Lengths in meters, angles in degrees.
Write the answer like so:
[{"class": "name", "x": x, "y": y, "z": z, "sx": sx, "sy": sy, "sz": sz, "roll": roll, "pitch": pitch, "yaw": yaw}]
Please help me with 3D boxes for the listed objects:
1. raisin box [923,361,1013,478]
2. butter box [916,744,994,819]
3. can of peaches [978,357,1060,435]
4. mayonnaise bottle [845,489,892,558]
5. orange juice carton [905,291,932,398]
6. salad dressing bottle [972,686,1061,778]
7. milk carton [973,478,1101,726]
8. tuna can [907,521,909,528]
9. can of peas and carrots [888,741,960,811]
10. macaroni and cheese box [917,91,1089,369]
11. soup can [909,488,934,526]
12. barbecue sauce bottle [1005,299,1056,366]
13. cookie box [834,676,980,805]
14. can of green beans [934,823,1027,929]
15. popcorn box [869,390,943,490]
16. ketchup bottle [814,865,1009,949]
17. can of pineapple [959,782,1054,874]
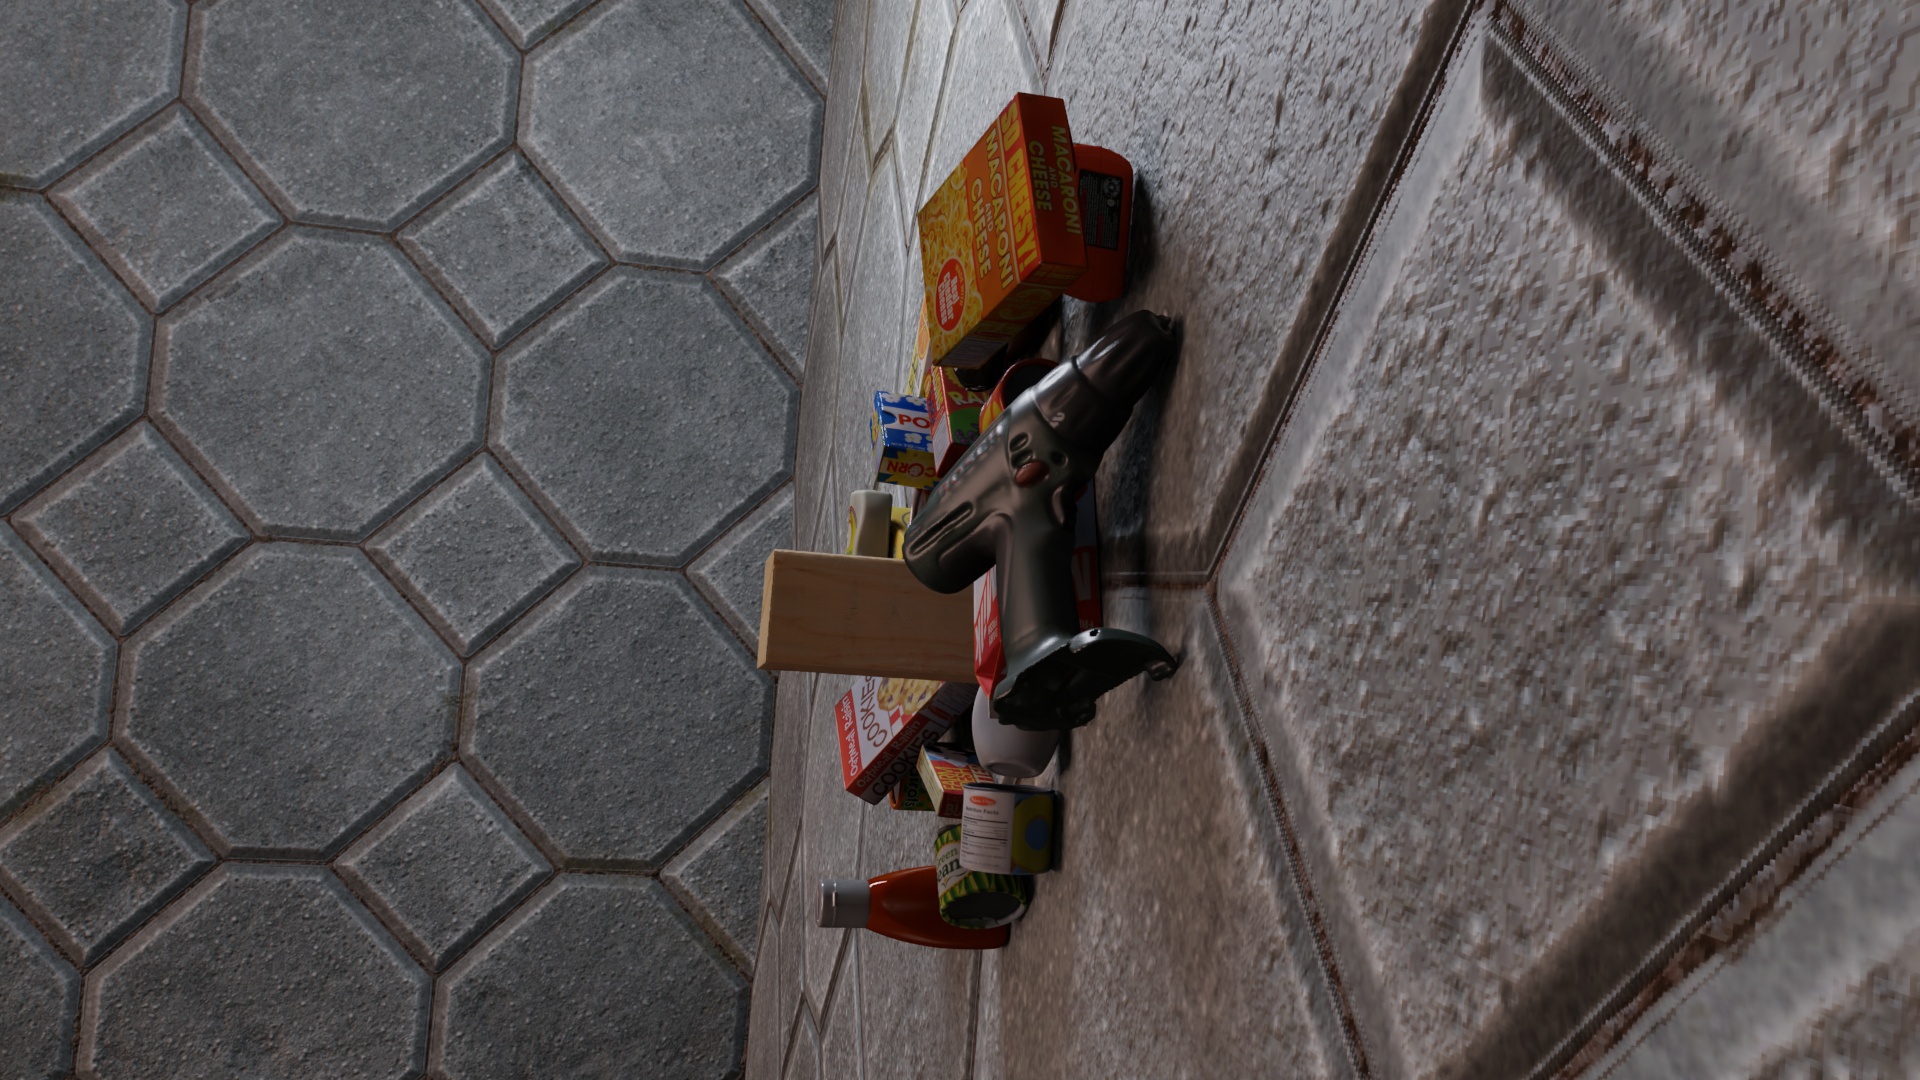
[{"class": "raisin box", "x": 0.020, "y": -0.096, "z": 1.121, "sx": 0.124, "sy": 0.086, "sz": 0.039, "roll": -99, "pitch": 24, "yaw": -46}, {"class": "butter box", "x": -0.002, "y": 0.205, "z": 1.178, "sx": 0.104, "sy": 0.053, "sz": 0.024, "roll": -130, "pitch": 49, "yaw": -72}, {"class": "can of peaches", "x": 0.051, "y": -0.095, "z": 1.021, "sx": 0.058, "sy": 0.071, "sz": 0.071, "roll": 128, "pitch": 145, "yaw": -67}, {"class": "mayonnaise bottle", "x": -0.094, "y": 0.025, "z": 1.378, "sx": 0.064, "sy": 0.041, "sz": 0.148, "roll": 168, "pitch": 107, "yaw": -74}, {"class": "orange juice carton", "x": -0.008, "y": -0.147, "z": 1.307, "sx": 0.073, "sy": 0.072, "sz": 0.191, "roll": -105, "pitch": 24, "yaw": -59}, {"class": "salad dressing bottle", "x": 0.045, "y": 0.095, "z": 1.002, "sx": 0.043, "sy": 0.064, "sz": 0.148, "roll": 83, "pitch": -166, "yaw": -65}, {"class": "milk carton", "x": 0.052, "y": 0.034, "z": 0.962, "sx": 0.073, "sy": 0.072, "sz": 0.191, "roll": 119, "pitch": 154, "yaw": -62}, {"class": "tuna can", "x": -0.011, "y": -0.020, "z": 1.267, "sx": 0.071, "sy": 0.071, "sz": 0.032, "roll": -104, "pitch": 23, "yaw": -55}, {"class": "can of peas and carrots", "x": -0.033, "y": 0.221, "z": 1.301, "sx": 0.071, "sy": 0.059, "sz": 0.071, "roll": -174, "pitch": 88, "yaw": -78}, {"class": "macaroni and cheese box", "x": 0.025, "y": -0.205, "z": 0.945, "sx": 0.166, "sy": 0.040, "sz": 0.124, "roll": 147, "pitch": 121, "yaw": -60}, {"class": "soup can", "x": 0.004, "y": -0.015, "z": 1.168, "sx": 0.071, "sy": 0.084, "sz": 0.071, "roll": -173, "pitch": 88, "yaw": -77}, {"class": "barbecue sauce bottle", "x": 0.041, "y": -0.180, "z": 1.161, "sx": 0.148, "sy": 0.044, "sz": 0.065, "roll": 121, "pitch": 149, "yaw": -65}, {"class": "cookie box", "x": -0.047, "y": 0.143, "z": 1.271, "sx": 0.167, "sy": 0.040, "sz": 0.123, "roll": -48, "pitch": 27, "yaw": 18}, {"class": "can of green beans", "x": 0.015, "y": 0.253, "z": 1.051, "sx": 0.070, "sy": 0.071, "sz": 0.058, "roll": 108, "pitch": 162, "yaw": -46}, {"class": "popcorn box", "x": -0.009, "y": -0.078, "z": 1.155, "sx": 0.085, "sy": 0.127, "sz": 0.038, "roll": -101, "pitch": 24, "yaw": -50}, {"class": "ketchup bottle", "x": -0.037, "y": 0.285, "z": 1.085, "sx": 0.043, "sy": 0.149, "sz": 0.065, "roll": 121, "pitch": 151, "yaw": -61}, {"class": "can of pineapple", "x": 0.034, "y": 0.205, "z": 0.991, "sx": 0.071, "sy": 0.071, "sz": 0.058, "roll": 159, "pitch": 115, "yaw": -76}]
